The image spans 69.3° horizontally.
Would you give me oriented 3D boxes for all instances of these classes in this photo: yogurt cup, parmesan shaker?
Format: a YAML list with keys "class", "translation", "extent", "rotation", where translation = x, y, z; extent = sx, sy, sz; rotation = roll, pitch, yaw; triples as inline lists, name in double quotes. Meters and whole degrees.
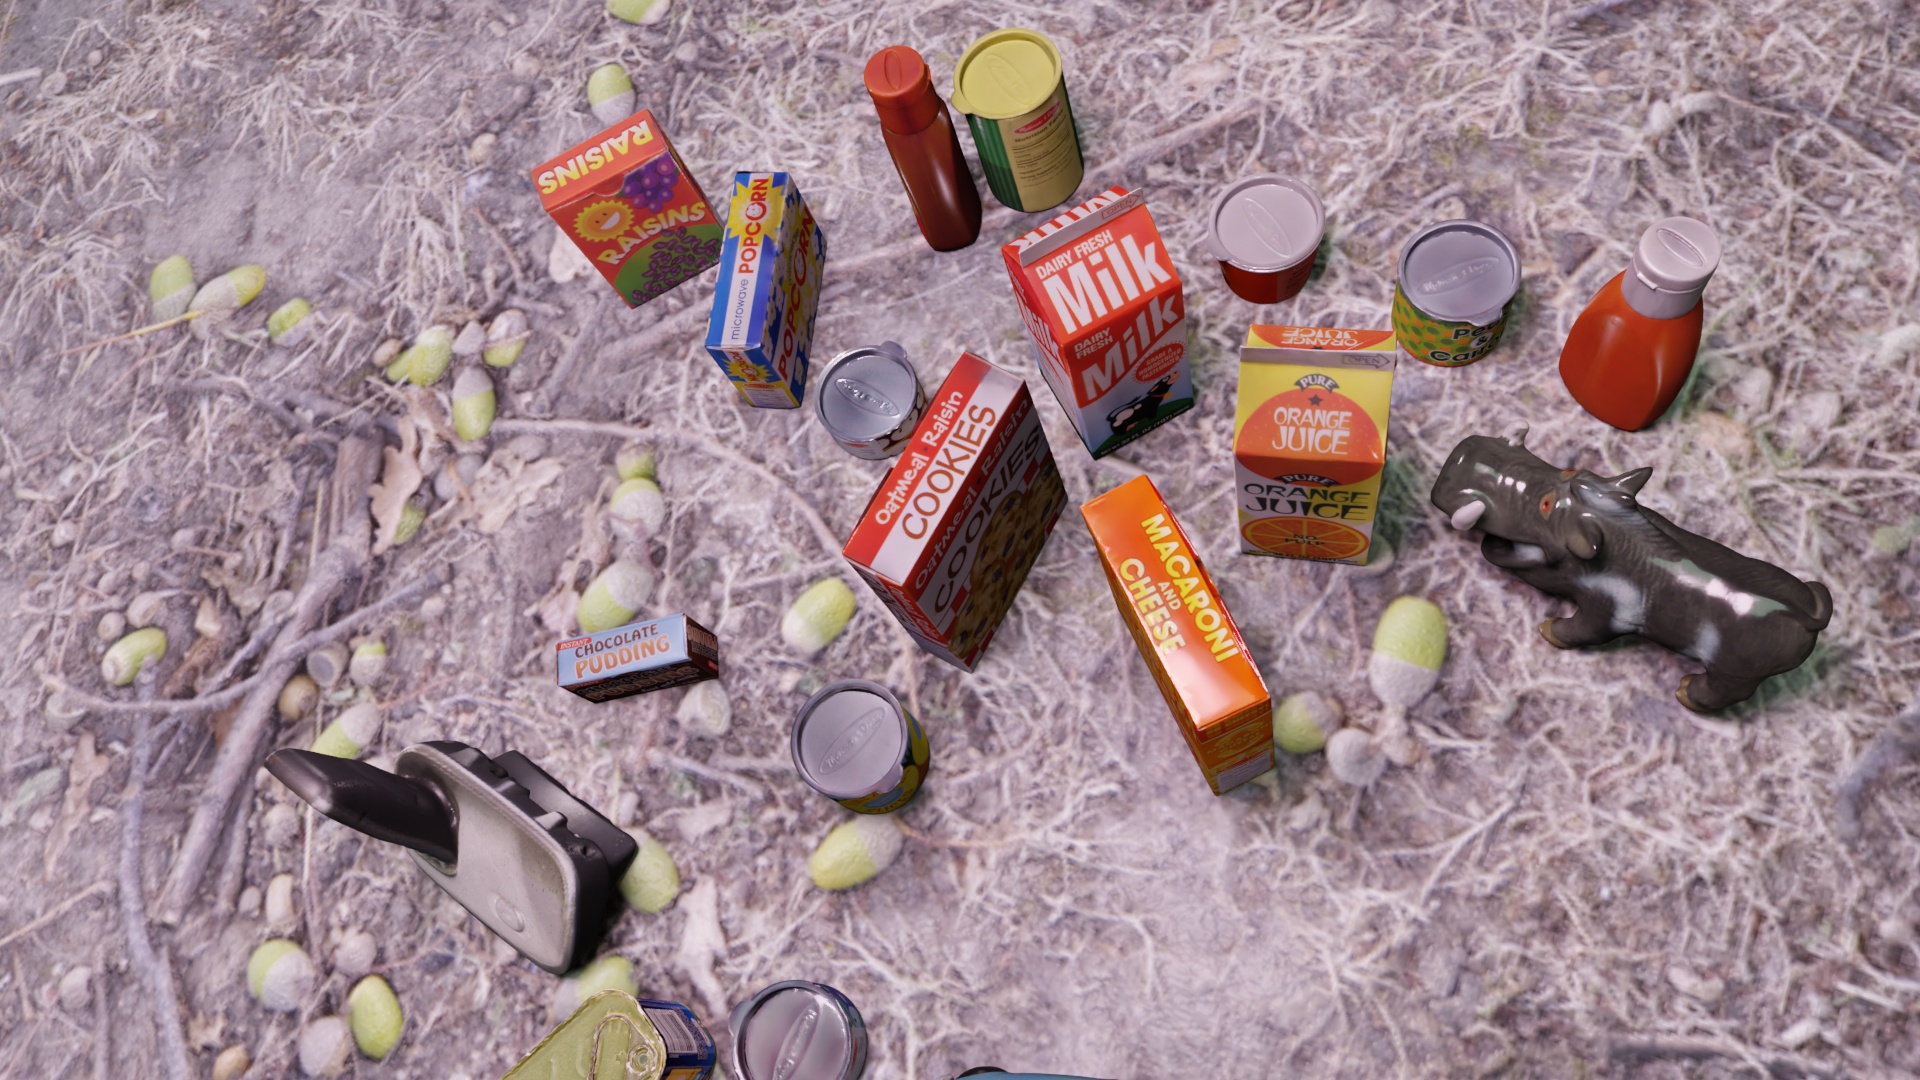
- class: "yogurt cup"
  translation: [0.185, -0.180, 0.839]
  extent: [0.072, 0.053, 0.072]
  rotation: [-4, 69, 11]
- class: "parmesan shaker"
  translation: [0.036, -0.261, 0.877]
  extent: [0.071, 0.103, 0.071]
  rotation: [-4, 69, 11]

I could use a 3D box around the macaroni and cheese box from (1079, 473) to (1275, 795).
- class: "macaroni and cheese box"
  translation: [0.114, 0.053, 0.705]
  extent: [0.040, 0.166, 0.124]
  rotation: [-27, 66, 2]

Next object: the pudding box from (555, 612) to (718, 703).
- class: "pudding box"
  translation: [-0.193, 0.071, 0.830]
  extent: [0.084, 0.049, 0.030]
  rotation: [-12, 68, 8]

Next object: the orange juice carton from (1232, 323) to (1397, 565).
- class: "orange juice carton"
  translation: [0.181, -0.054, 0.716]
  extent: [0.072, 0.192, 0.073]
  rotation: [6, 71, 15]

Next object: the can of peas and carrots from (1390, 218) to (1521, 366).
- class: "can of peas and carrots"
  translation: [0.285, -0.139, 0.799]
  extent: [0.071, 0.058, 0.071]
  rotation: [-4, 69, 11]

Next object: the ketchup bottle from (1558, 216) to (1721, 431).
- class: "ketchup bottle"
  translation: [0.355, -0.113, 0.724]
  extent: [0.043, 0.148, 0.065]
  rotation: [-38, 67, -3]

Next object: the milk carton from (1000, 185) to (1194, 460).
- class: "milk carton"
  translation: [0.077, -0.125, 0.768]
  extent: [0.072, 0.190, 0.073]
  rotation: [-29, 66, 1]

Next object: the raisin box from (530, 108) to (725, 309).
- class: "raisin box"
  translation: [-0.209, -0.212, 0.902]
  extent: [0.086, 0.123, 0.040]
  rotation: [-27, 66, 2]

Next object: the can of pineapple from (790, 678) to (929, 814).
- class: "can of pineapple"
  translation: [-0.054, 0.118, 0.776]
  extent: [0.071, 0.057, 0.071]
  rotation: [-4, 69, 11]

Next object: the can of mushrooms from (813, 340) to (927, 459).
- class: "can of mushrooms"
  translation: [-0.054, -0.088, 0.869]
  extent: [0.071, 0.033, 0.071]
  rotation: [-4, 69, 11]

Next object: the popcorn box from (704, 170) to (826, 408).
- class: "popcorn box"
  translation: [-0.122, -0.158, 0.883]
  extent: [0.038, 0.085, 0.127]
  rotation: [1, 70, 13]

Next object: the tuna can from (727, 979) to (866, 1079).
- class: "tuna can"
  translation: [-0.087, 0.268, 0.740]
  extent: [0.071, 0.032, 0.071]
  rotation: [-4, 69, 11]

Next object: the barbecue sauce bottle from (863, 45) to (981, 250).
- class: "barbecue sauce bottle"
  translation: [-0.022, -0.243, 0.858]
  extent: [0.043, 0.148, 0.065]
  rotation: [-12, 68, 8]

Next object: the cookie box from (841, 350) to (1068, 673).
- class: "cookie box"
  translation: [0.003, -0.009, 0.753]
  extent: [0.040, 0.167, 0.123]
  rotation: [25, 77, 20]
